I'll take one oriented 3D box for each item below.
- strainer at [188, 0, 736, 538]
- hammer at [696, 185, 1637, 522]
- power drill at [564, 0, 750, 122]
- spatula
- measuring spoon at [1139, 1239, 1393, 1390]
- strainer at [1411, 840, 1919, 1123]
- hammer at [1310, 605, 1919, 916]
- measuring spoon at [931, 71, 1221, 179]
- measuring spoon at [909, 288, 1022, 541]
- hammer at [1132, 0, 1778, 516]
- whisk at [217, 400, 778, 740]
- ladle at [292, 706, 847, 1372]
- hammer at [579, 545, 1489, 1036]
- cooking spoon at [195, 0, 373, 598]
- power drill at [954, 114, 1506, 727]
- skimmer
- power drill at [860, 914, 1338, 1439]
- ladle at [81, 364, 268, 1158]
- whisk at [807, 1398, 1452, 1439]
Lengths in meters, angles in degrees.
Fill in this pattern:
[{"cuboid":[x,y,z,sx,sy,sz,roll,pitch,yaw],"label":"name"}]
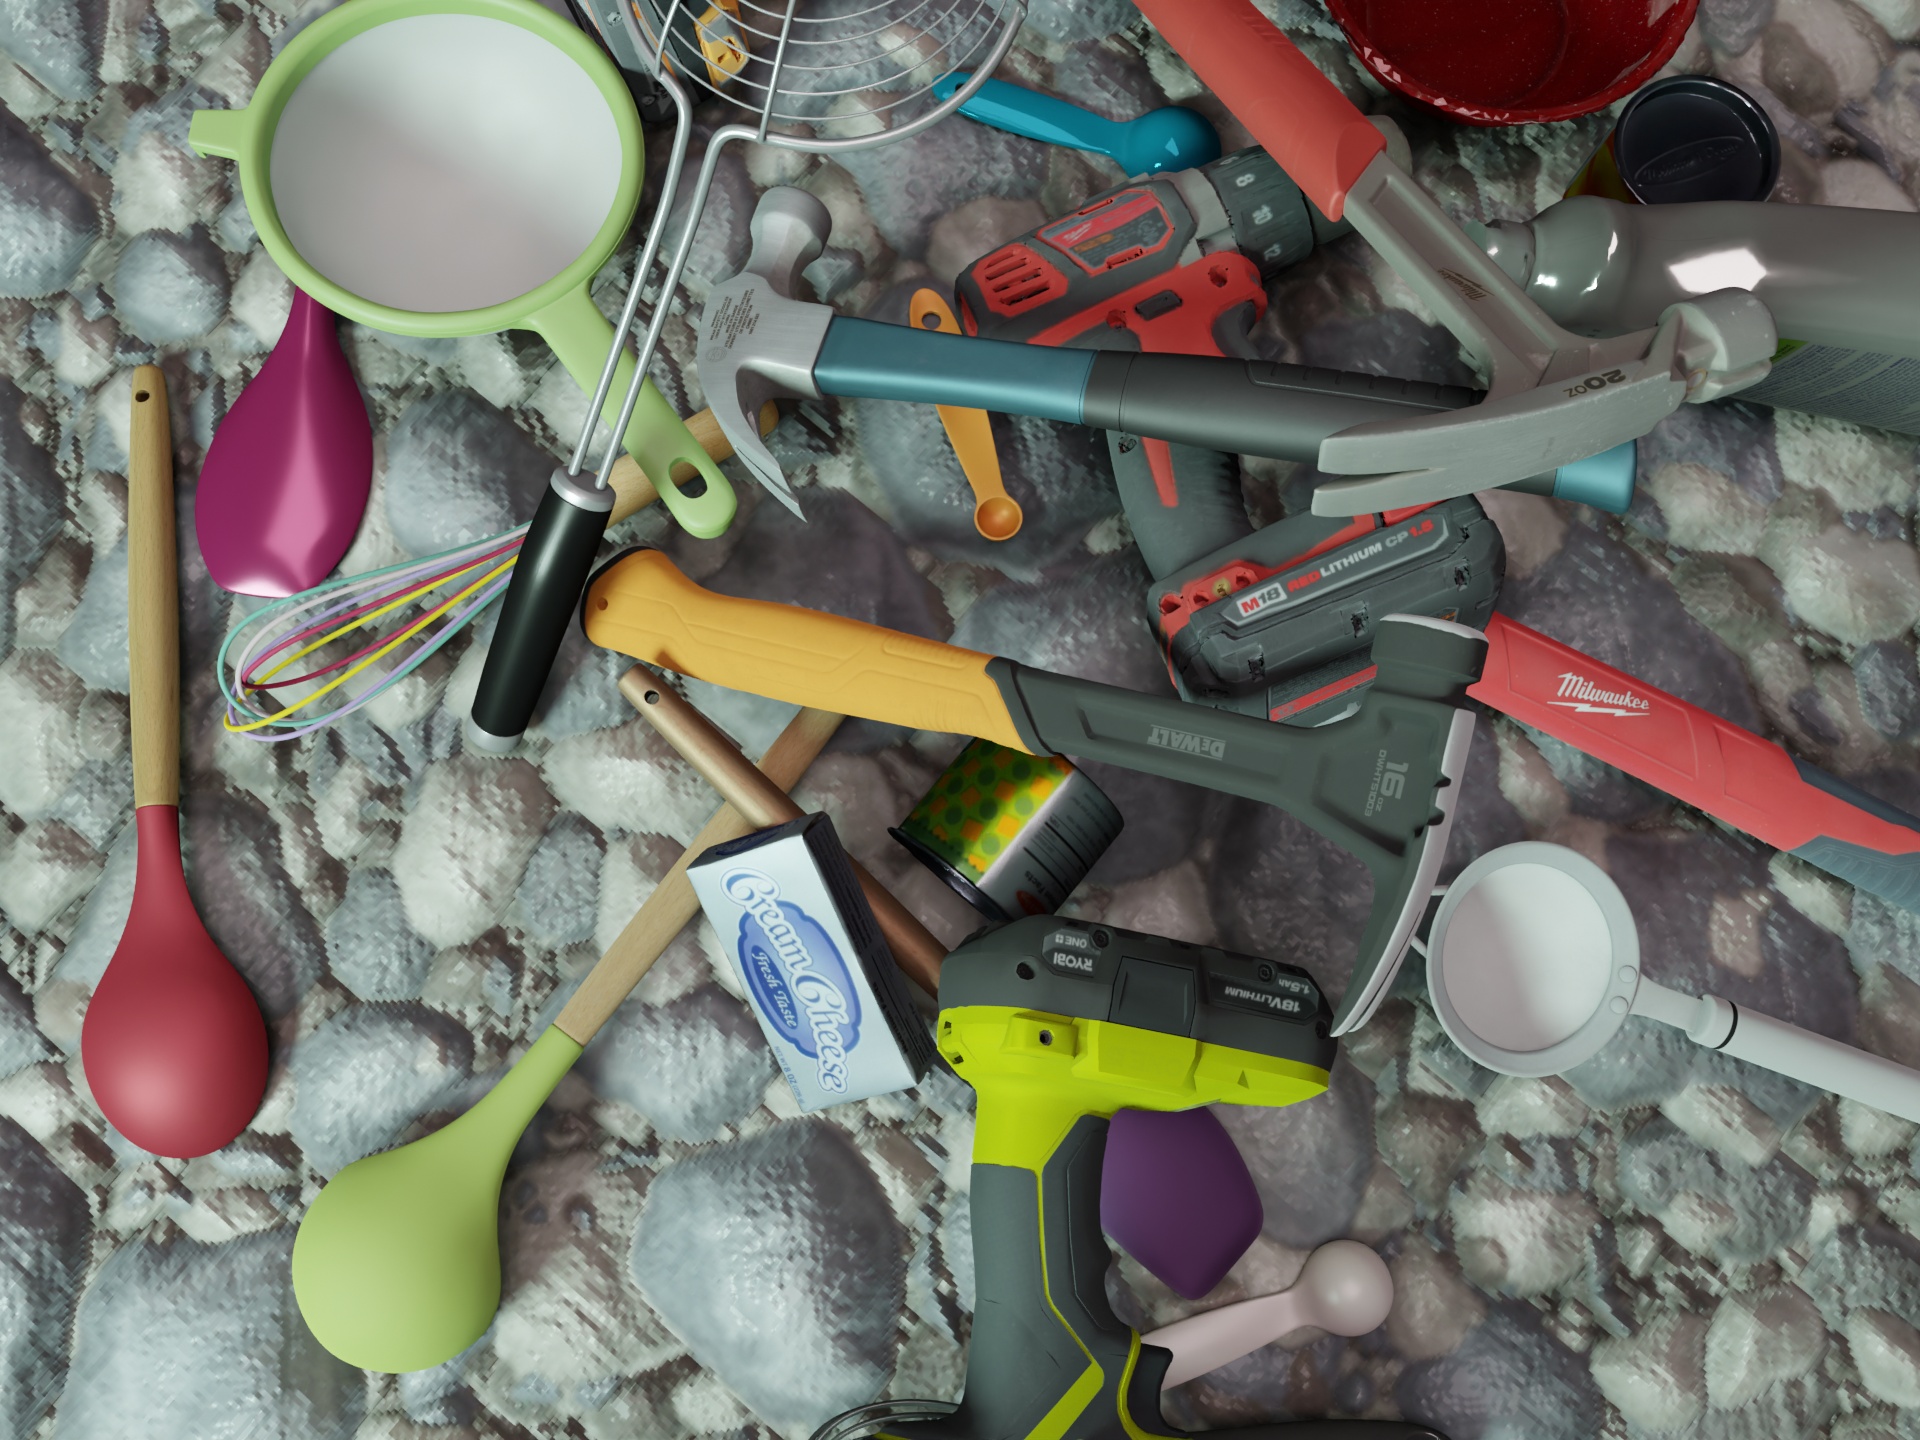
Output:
[{"cuboid":[-0.168,-0.169,0.631,0.151,0.069,0.256,-36,84,-12],"label":"strainer"},{"cuboid":[0.060,-0.115,0.551,0.331,0.033,0.128,11,68,18],"label":"hammer"},{"cuboid":[-0.057,-0.348,0.609,0.226,0.185,0.084,-33,83,-3],"label":"power drill"},{"cuboid":[-0.008,0.091,0.592,0.316,0.018,0.060,43,80,-1],"label":"spatula"},{"cuboid":[0.101,0.225,0.582,0.124,0.018,0.034,-20,80,-4],"label":"measuring spoon"},{"cuboid":[0.272,0.111,0.596,0.258,0.050,0.087,20,86,-3],"label":"strainer"},{"cuboid":[0.323,0.017,0.615,0.386,0.038,0.143,27,78,4],"label":"hammer"},{"cuboid":[0.049,-0.255,0.671,0.128,0.021,0.042,17,79,1],"label":"measuring spoon"},{"cuboid":[0.001,-0.126,0.655,0.021,0.011,0.117,-17,76,-4],"label":"measuring spoon"},{"cuboid":[0.117,-0.211,0.571,0.149,0.036,0.359,-17,51,-9],"label":"hammer"},{"cuboid":[-0.180,-0.067,0.626,0.245,0.047,0.051,-33,93,-11],"label":"whisk"},{"cuboid":[-0.128,0.098,0.599,0.078,0.062,0.320,35,74,7],"label":"ladle"},{"cuboid":[-0.001,-0.002,0.548,0.337,0.034,0.127,15,93,29],"label":"hammer"},{"cuboid":[-0.264,-0.206,0.661,0.068,0.017,0.319,6,80,-1],"label":"cooking spoon"},{"cuboid":[0.119,-0.122,0.600,0.188,0.080,0.227,-24,66,1],"label":"power drill"},{"cuboid":[-0.096,-0.138,0.547,0.127,0.090,0.363,32,124,2],"label":"skimmer"},{"cuboid":[0.054,0.189,0.528,0.171,0.080,0.223,13,71,-13],"label":"power drill"},{"cuboid":[-0.310,0.009,0.617,0.069,0.031,0.315,-8,78,-2],"label":"ladle"},{"cuboid":[0.061,0.266,0.561,0.239,0.055,0.055,0,79,-5],"label":"whisk"}]
